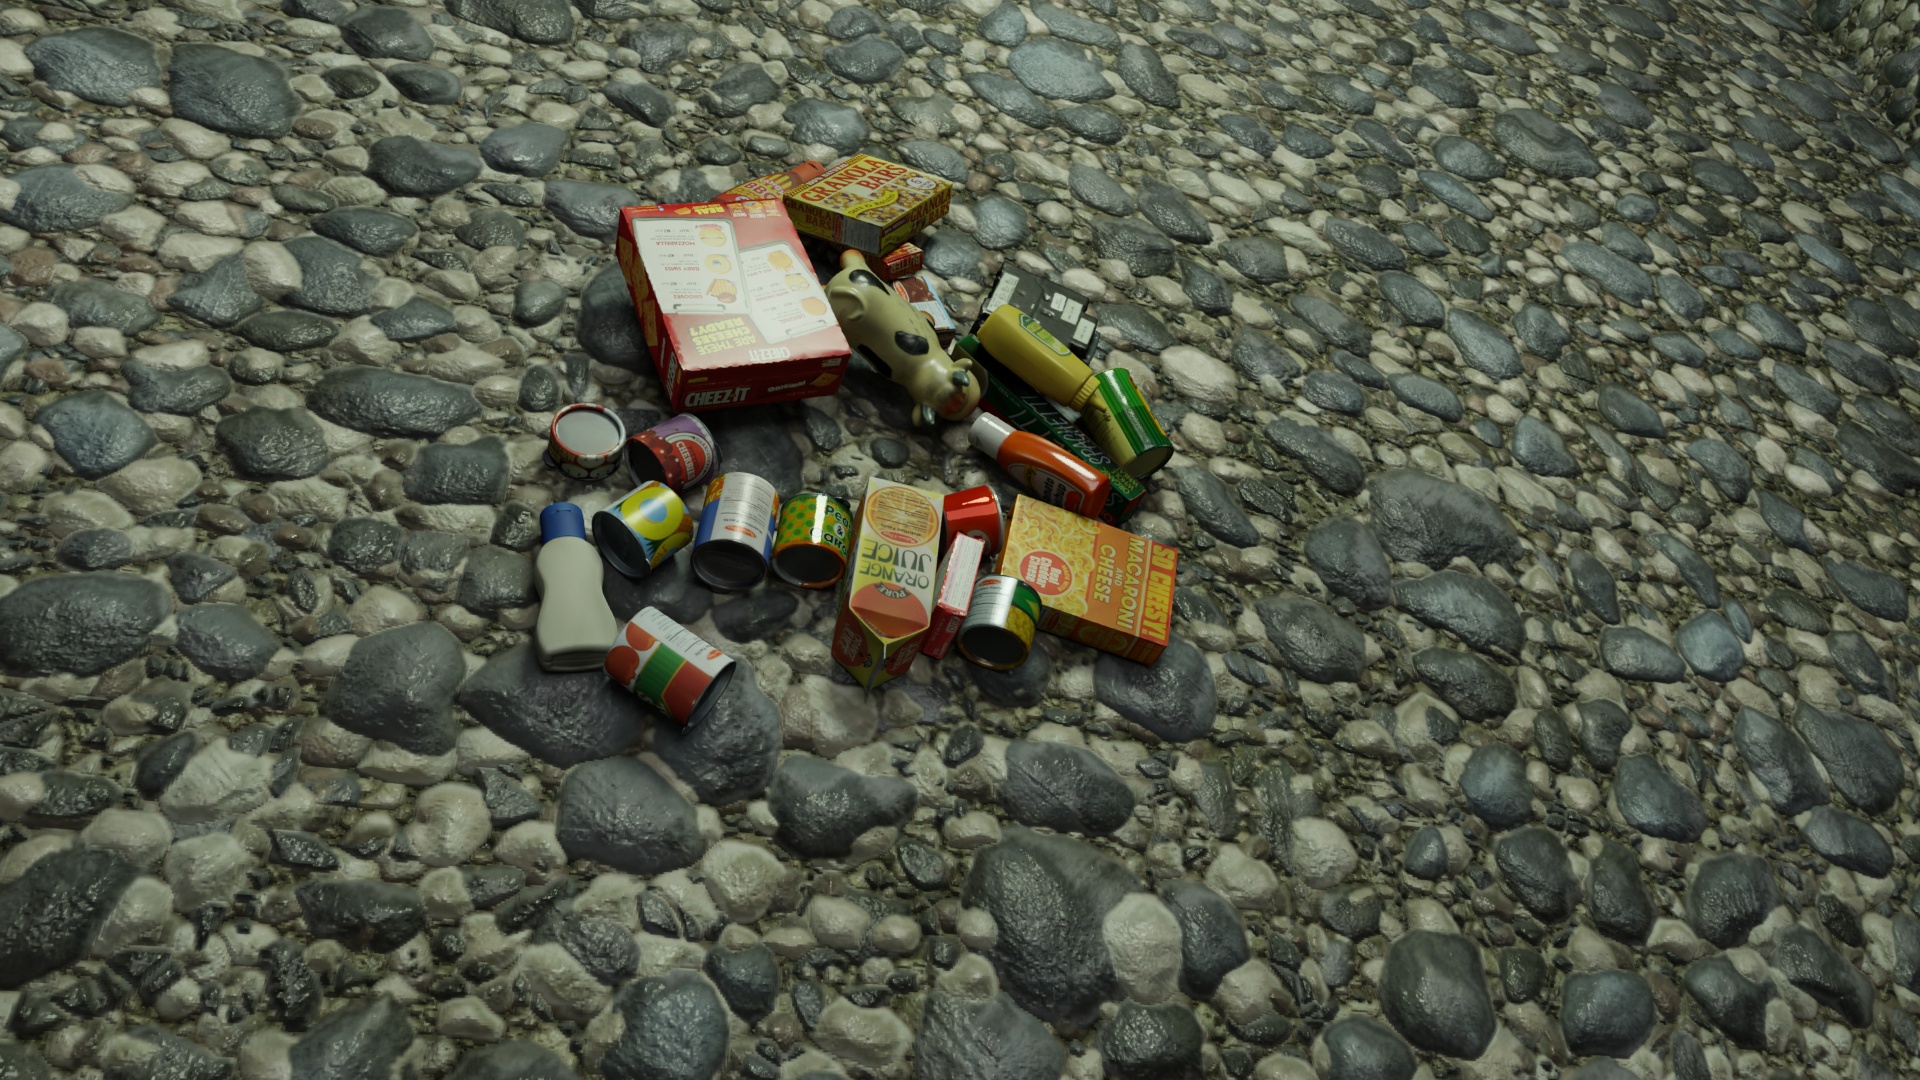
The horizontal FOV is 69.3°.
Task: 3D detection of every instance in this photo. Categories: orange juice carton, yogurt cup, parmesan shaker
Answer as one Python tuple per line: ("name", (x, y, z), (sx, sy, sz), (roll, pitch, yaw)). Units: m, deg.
("orange juice carton", (-0.065, 0.043, 1.217), (0.073, 0.071, 0.194), (14, 49, -10))
("yogurt cup", (0.005, -0.016, 1.298), (0.054, 0.072, 0.072), (-8, 56, -17))
("parmesan shaker", (0.169, -0.118, 1.440), (0.071, 0.071, 0.103), (-13, 63, -29))

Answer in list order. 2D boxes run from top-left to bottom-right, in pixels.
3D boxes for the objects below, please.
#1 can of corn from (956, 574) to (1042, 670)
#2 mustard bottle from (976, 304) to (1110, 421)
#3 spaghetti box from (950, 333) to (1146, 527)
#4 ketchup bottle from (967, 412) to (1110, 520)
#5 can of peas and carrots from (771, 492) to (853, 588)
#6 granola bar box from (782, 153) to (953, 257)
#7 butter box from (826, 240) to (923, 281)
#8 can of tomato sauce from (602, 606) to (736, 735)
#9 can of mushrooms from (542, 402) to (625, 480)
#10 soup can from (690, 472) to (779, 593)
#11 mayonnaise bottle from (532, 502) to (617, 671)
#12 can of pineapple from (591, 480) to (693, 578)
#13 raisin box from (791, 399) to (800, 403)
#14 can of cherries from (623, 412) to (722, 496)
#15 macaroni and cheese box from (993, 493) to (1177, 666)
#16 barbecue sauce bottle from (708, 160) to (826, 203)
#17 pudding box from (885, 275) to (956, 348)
("can of corn", (0.036, 0.075, 1.237), (0.071, 0.070, 0.058), (22, 49, -4))
("mustard bottle", (0.092, -0.175, 1.409), (0.160, 0.048, 0.065), (38, 25, 2))
("spaghetti box", (0.083, -0.113, 1.413), (0.250, 0.050, 0.029), (44, 52, 15))
("ketchup bottle", (0.077, -0.075, 1.375), (0.149, 0.064, 0.044), (34, 61, 18))
("can of peas and carrots", (-0.129, 0.000, 1.227), (0.071, 0.070, 0.059), (13, 51, -11))
("granola bar box", (-0.100, -0.367, 1.516), (0.124, 0.038, 0.166), (22, 37, 17))
("butter box", (-0.093, -0.316, 1.503), (0.053, 0.024, 0.104), (-26, 48, -36))
("can of tomato sauce", (-0.233, 0.103, 1.109), (0.083, 0.070, 0.071), (33, 49, 6))
("can of mushrooms", (-0.336, -0.088, 1.241), (0.071, 0.033, 0.071), (11, 51, -14))
("soup can", (-0.196, -0.006, 1.209), (0.071, 0.071, 0.084), (14, 45, -11))
("mayonnaise bottle", (-0.322, 0.036, 1.143), (0.065, 0.041, 0.149), (-2, 53, -22))
("can of pineapple", (-0.269, -0.008, 1.182), (0.071, 0.070, 0.058), (40, 50, 12))
("raisin box", (-0.207, -0.192, 1.370), (0.123, 0.039, 0.086), (16, 49, -8))
("can of cherries", (-0.256, -0.073, 1.235), (0.059, 0.071, 0.071), (-31, 69, -37))
("macaroni and cheese box", (0.117, 0.037, 1.314), (0.166, 0.040, 0.124), (19, 49, -6))
("barbecue sauce bottle", (-0.204, -0.371, 1.510), (0.065, 0.043, 0.149), (36, 49, 15))
("pudding box", (-0.044, -0.242, 1.480), (0.050, 0.030, 0.084), (-12, 58, -27))
